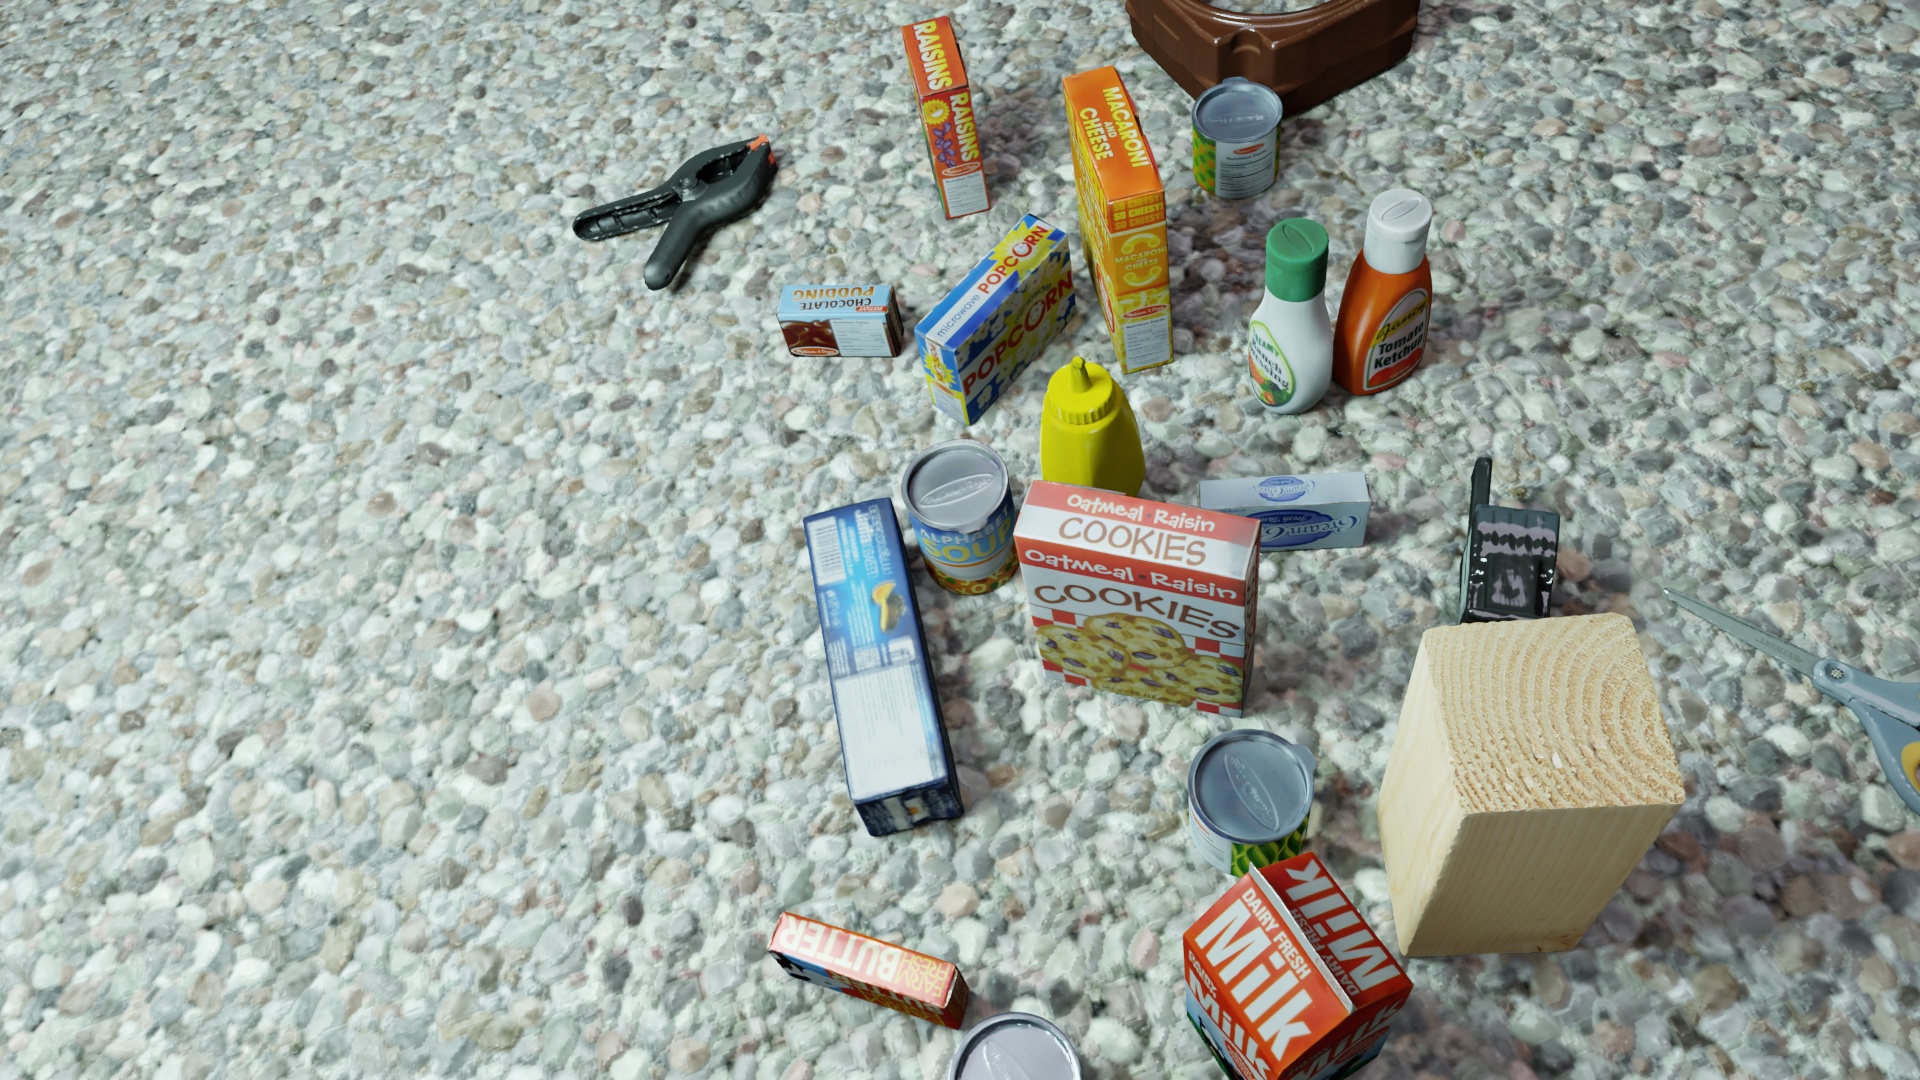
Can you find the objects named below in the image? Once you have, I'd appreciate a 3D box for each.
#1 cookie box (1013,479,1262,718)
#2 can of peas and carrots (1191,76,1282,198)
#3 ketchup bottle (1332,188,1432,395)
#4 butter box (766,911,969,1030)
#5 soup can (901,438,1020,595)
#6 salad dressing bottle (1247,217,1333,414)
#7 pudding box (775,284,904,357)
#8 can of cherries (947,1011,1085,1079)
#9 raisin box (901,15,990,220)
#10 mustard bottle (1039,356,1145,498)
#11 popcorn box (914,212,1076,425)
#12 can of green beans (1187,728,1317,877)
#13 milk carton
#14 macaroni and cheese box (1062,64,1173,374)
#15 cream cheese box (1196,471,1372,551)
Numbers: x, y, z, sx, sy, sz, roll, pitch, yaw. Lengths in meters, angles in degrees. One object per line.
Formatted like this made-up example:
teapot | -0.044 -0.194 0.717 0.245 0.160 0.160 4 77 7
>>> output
cookie box | 0.102 0.035 0.777 0.123 0.166 0.040 11 60 16
can of peas and carrots | 0.206 -0.301 1.042 0.071 0.058 0.071 -5 57 7
ketchup bottle | 0.271 -0.158 0.883 0.065 0.148 0.044 -30 58 -9
butter box | -0.048 0.231 0.745 0.103 0.053 0.024 12 61 17
soup can | 0.003 -0.011 0.874 0.071 0.083 0.072 -5 57 7
salad dressing bottle | 0.211 -0.141 0.883 0.044 0.147 0.064 -27 57 -7
pudding box | -0.087 -0.159 1.006 0.084 0.049 0.030 1 58 11
can of cherries | 0.028 0.279 0.697 0.071 0.058 0.072 -5 57 7
raisin box | -0.010 -0.319 1.052 0.040 0.123 0.086 -13 56 2
mustard bottle | 0.078 -0.065 0.850 0.049 0.159 0.065 34 69 27
popcorn box | 0.026 -0.152 0.961 0.038 0.085 0.127 32 68 26
can of green beans | 0.158 0.145 0.761 0.071 0.057 0.071 -5 57 7
milk carton | 0.152 0.208 0.642 0.073 0.189 0.072 -30 57 -9
macaroni and cheese box | 0.108 -0.214 0.938 0.040 0.165 0.124 -14 56 1
cream cheese box | 0.199 -0.016 0.861 0.104 0.053 0.024 -3 57 8
